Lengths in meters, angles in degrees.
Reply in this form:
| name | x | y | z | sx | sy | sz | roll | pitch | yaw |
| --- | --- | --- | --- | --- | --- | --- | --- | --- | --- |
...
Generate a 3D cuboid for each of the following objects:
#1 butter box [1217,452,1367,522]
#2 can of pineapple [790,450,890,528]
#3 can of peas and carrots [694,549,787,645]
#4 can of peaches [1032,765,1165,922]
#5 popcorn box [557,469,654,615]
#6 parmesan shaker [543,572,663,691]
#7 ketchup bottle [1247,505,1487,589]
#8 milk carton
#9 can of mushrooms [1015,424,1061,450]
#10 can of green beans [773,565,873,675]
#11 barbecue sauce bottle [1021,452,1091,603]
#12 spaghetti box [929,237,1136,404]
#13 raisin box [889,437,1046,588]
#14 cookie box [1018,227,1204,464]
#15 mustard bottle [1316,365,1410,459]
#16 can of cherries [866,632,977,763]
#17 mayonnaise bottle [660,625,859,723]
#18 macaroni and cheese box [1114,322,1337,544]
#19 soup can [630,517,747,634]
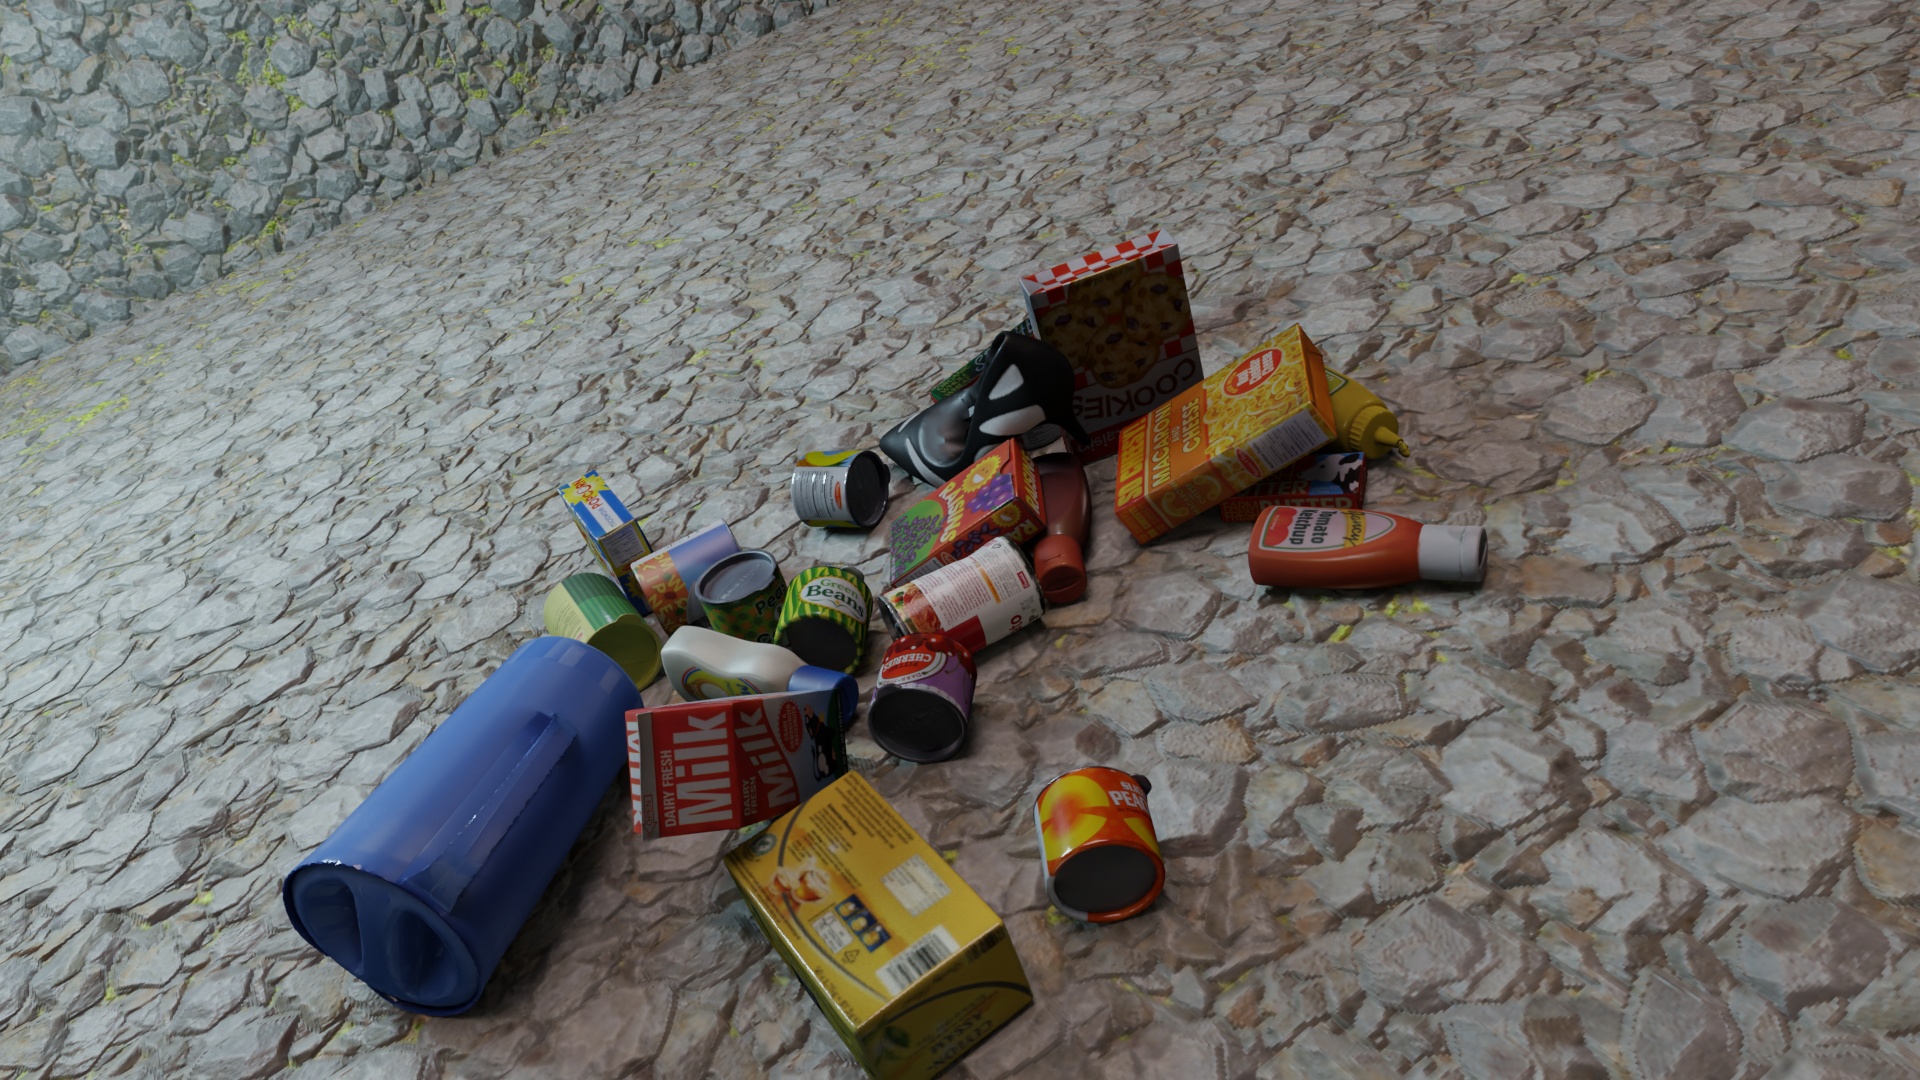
| name | x | y | z | sx | sy | sz | roll | pitch | yaw |
| --- | --- | --- | --- | --- | --- | --- | --- | --- | --- |
| butter box | 0.246 | -0.039 | 1.029 | 0.103 | 0.024 | 0.053 | -2 | 36 | 24 |
| can of pineapple | -0.101 | -0.044 | 1.178 | 0.058 | 0.070 | 0.071 | 1 | 38 | 29 |
| can of peas and carrots | -0.162 | 0.050 | 1.076 | 0.071 | 0.058 | 0.071 | -13 | 34 | 9 |
| can of peaches | 0.078 | 0.168 | 0.770 | 0.071 | 0.071 | 0.058 | -16 | 33 | 6 |
| popcorn box | -0.296 | 0.001 | 1.193 | 0.038 | 0.085 | 0.127 | -31 | 35 | -16 |
| parmesan shaker | -0.282 | 0.071 | 1.097 | 0.071 | 0.071 | 0.103 | -31 | 34 | -17 |
| ketchup bottle | 0.273 | 0.006 | 0.931 | 0.149 | 0.043 | 0.065 | 3 | 38 | 30 |
| milk carton | -0.140 | 0.132 | 0.839 | 0.073 | 0.072 | 0.190 | -7 | -5 | 19 |
| can of mushrooms | 0.059 | -0.111 | 1.223 | 0.071 | 0.033 | 0.071 | -14 | 33 | 9 |
| can of green beans | -0.100 | 0.061 | 1.020 | 0.071 | 0.071 | 0.058 | -11 | 34 | 12 |
| barbecue sauce bottle | 0.071 | -0.011 | 1.060 | 0.065 | 0.043 | 0.149 | -20 | 32 | 11 |
| spaghetti box | 0.081 | -0.185 | 1.267 | 0.250 | 0.050 | 0.029 | -38 | 39 | -10 |
| raisin box | 0.004 | -0.013 | 1.061 | 0.123 | 0.040 | 0.086 | -34 | 28 | 20 |
| cookie box | 0.128 | -0.154 | 1.129 | 0.123 | 0.166 | 0.040 | -20 | 35 | -1 |
| mustard bottle | 0.289 | -0.097 | 1.070 | 0.065 | 0.048 | 0.160 | -35 | 35 | -14 |
| can of cherries | -0.025 | 0.101 | 0.917 | 0.071 | 0.071 | 0.059 | -9 | 34 | 16 |
| mayonnaise bottle | -0.143 | 0.100 | 0.991 | 0.148 | 0.064 | 0.041 | 9 | 45 | 31 |
| macaroni and cheese box | 0.196 | -0.080 | 1.045 | 0.166 | 0.040 | 0.124 | -31 | 25 | 27 |
| soup can | -0.214 | 0.032 | 1.126 | 0.084 | 0.071 | 0.071 | -28 | 33 | -11 |
